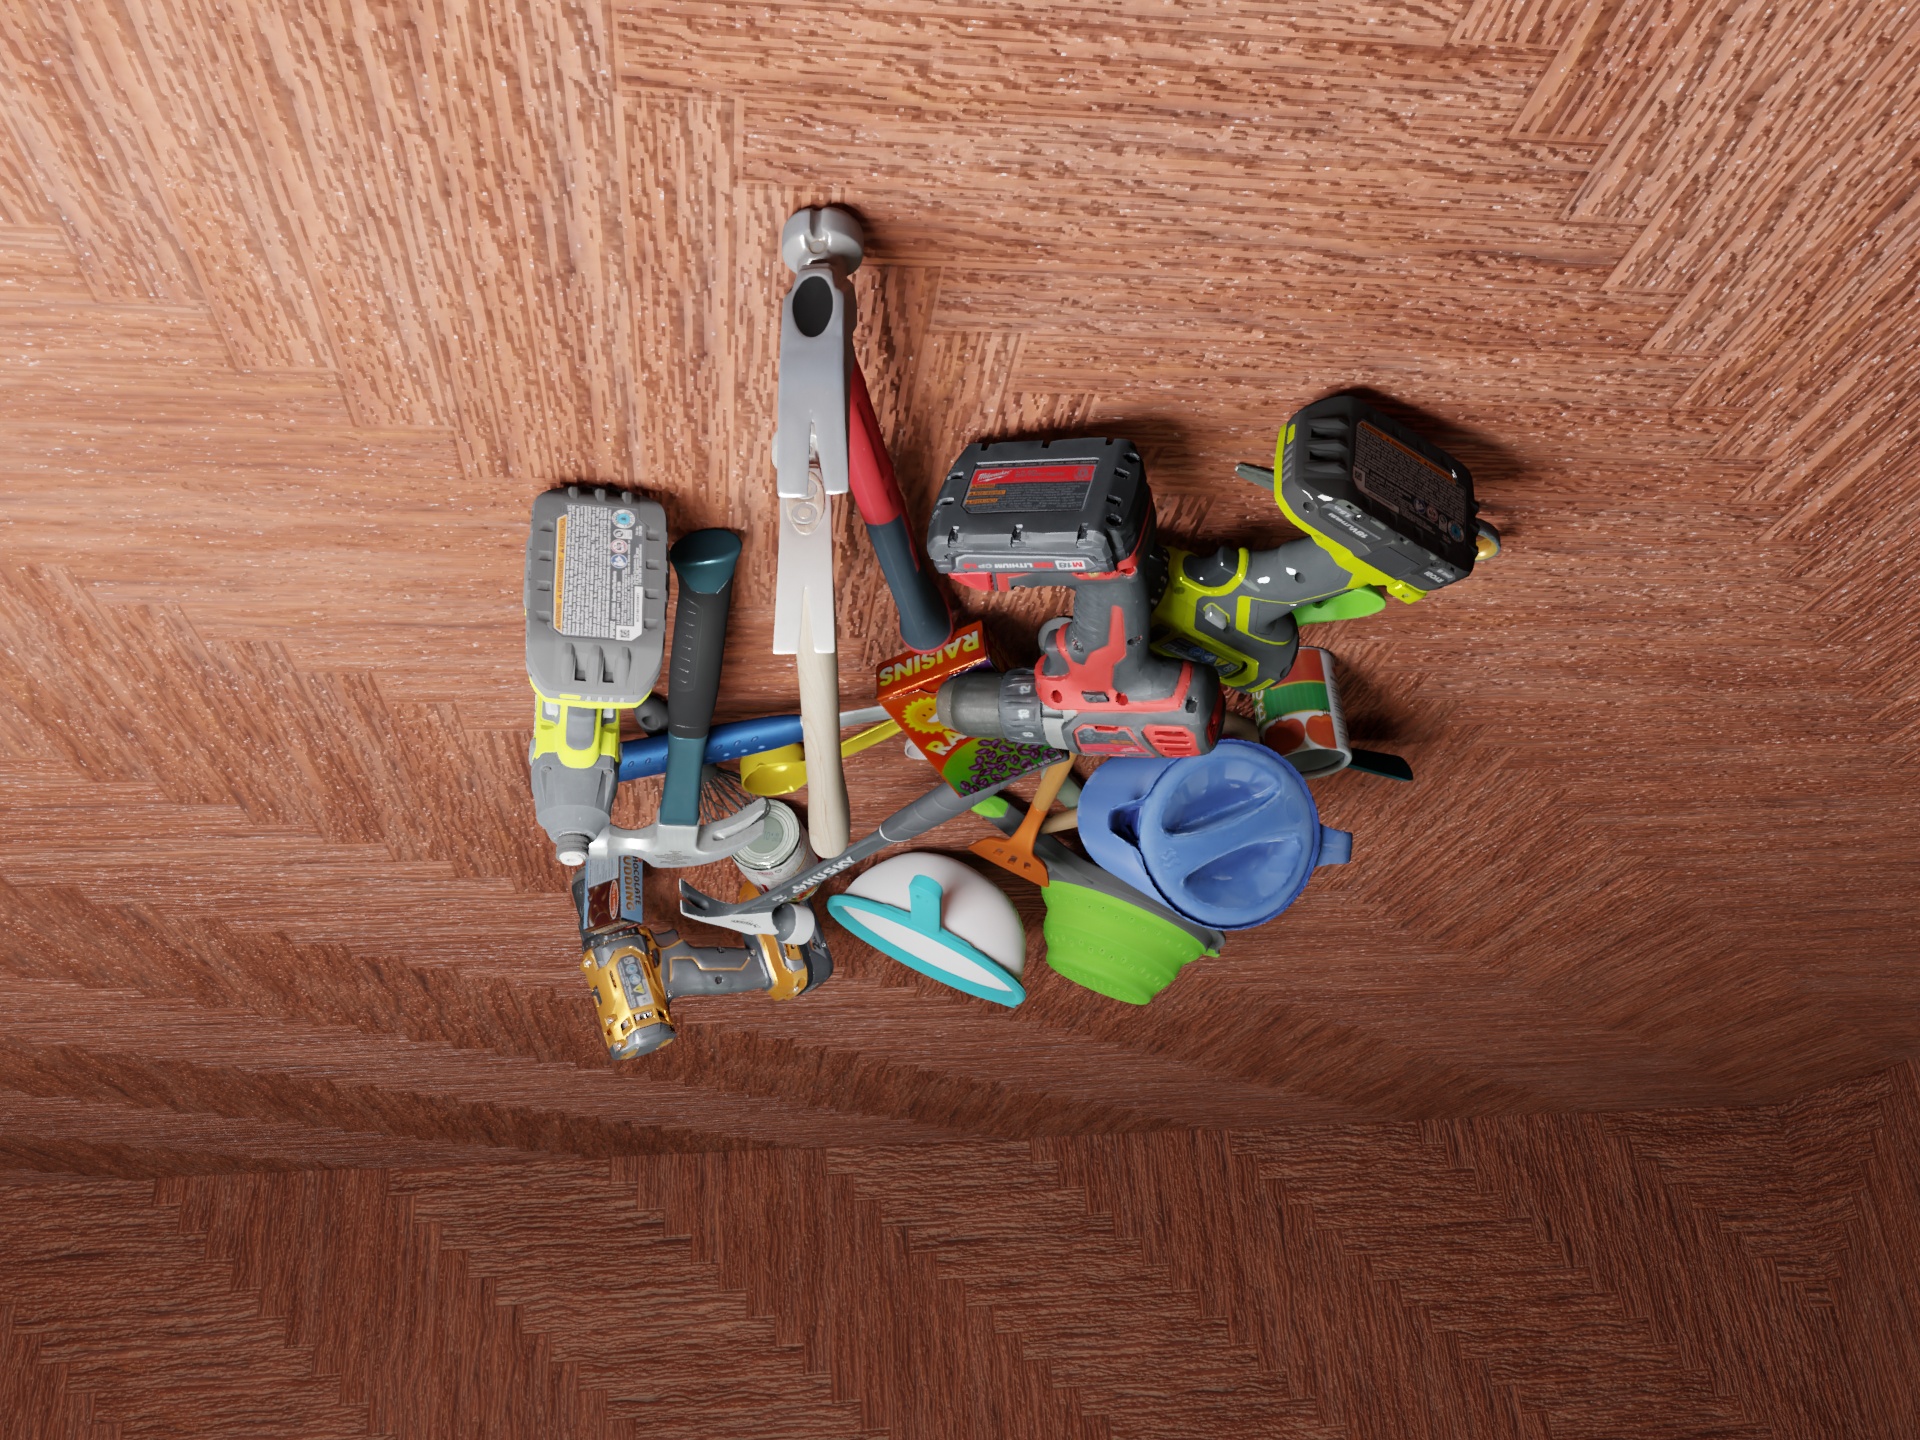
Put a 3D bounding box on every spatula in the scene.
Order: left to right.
[{"bbox_3d":[0.075,0.048,1.299,0.081,0.041,0.322,26,138,3],"label":"spatula"},{"bbox_3d":[0.220,0.061,1.356,0.317,0.044,0.082,-15,-169,12],"label":"spatula"}]

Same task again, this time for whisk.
[{"bbox_3d":[-0.210,0.039,1.278,0.055,0.055,0.238,-9,151,11],"label":"whisk"},{"bbox_3d":[0.127,0.091,1.452,0.059,0.058,0.246,-44,145,2],"label":"whisk"}]

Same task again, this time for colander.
[{"bbox_3d":[0.105,0.182,1.514,0.205,0.094,0.396,10,160,43],"label":"colander"}]

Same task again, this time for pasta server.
[{"bbox_3d":[0.177,0.002,1.181,0.060,0.040,0.316,-18,161,33],"label":"pasta server"}]

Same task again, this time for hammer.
[{"bbox_3d":[-0.187,-0.003,1.093,0.128,0.033,0.330,4,139,-11],"label":"hammer"},{"bbox_3d":[-0.091,-0.003,1.025,0.038,0.146,0.410,-1,150,-3],"label":"hammer"},{"bbox_3d":[-0.104,0.006,1.181,0.405,0.035,0.144,-11,153,2],"label":"hammer"},{"bbox_3d":[-0.068,0.094,1.291,0.149,0.036,0.409,17,143,-41],"label":"hammer"},{"bbox_3d":[-0.044,-0.107,0.886,0.038,0.143,0.386,-2,160,6],"label":"hammer"}]

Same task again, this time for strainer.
[{"bbox_3d":[-0.015,0.164,1.477,0.211,0.095,0.340,25,161,8],"label":"strainer"}]

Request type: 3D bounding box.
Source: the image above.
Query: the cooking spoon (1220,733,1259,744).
[{"bbox_3d":[0.178,-0.001,1.242,0.069,0.017,0.318,-23,158,27],"label":"cooking spoon"}]

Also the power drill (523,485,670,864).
[{"bbox_3d":[-0.231,-0.025,0.981,0.080,0.171,0.223,3,151,-16],"label":"power drill"}]

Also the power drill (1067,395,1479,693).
[{"bbox_3d":[0.176,-0.103,0.968,0.190,0.080,0.228,24,150,-25],"label":"power drill"}]

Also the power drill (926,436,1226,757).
[{"bbox_3d":[0.050,-0.058,0.956,0.188,0.080,0.226,1,142,23],"label":"power drill"}]

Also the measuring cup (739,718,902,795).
[{"bbox_3d":[-0.107,0.017,1.277,0.156,0.029,0.062,-24,152,13],"label":"measuring cup"}]

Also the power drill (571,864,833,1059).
[{"bbox_3d":[-0.256,0.208,1.533,0.226,0.185,0.084,-13,162,-30],"label":"power drill"}]

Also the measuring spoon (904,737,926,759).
[{"bbox_3d":[-0.002,-0.004,1.255,0.034,0.018,0.124,14,143,-35],"label":"measuring spoon"}]

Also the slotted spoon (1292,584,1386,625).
[{"bbox_3d":[0.176,-0.046,1.172,0.070,0.031,0.314,16,150,-38],"label":"slotted spoon"}]
